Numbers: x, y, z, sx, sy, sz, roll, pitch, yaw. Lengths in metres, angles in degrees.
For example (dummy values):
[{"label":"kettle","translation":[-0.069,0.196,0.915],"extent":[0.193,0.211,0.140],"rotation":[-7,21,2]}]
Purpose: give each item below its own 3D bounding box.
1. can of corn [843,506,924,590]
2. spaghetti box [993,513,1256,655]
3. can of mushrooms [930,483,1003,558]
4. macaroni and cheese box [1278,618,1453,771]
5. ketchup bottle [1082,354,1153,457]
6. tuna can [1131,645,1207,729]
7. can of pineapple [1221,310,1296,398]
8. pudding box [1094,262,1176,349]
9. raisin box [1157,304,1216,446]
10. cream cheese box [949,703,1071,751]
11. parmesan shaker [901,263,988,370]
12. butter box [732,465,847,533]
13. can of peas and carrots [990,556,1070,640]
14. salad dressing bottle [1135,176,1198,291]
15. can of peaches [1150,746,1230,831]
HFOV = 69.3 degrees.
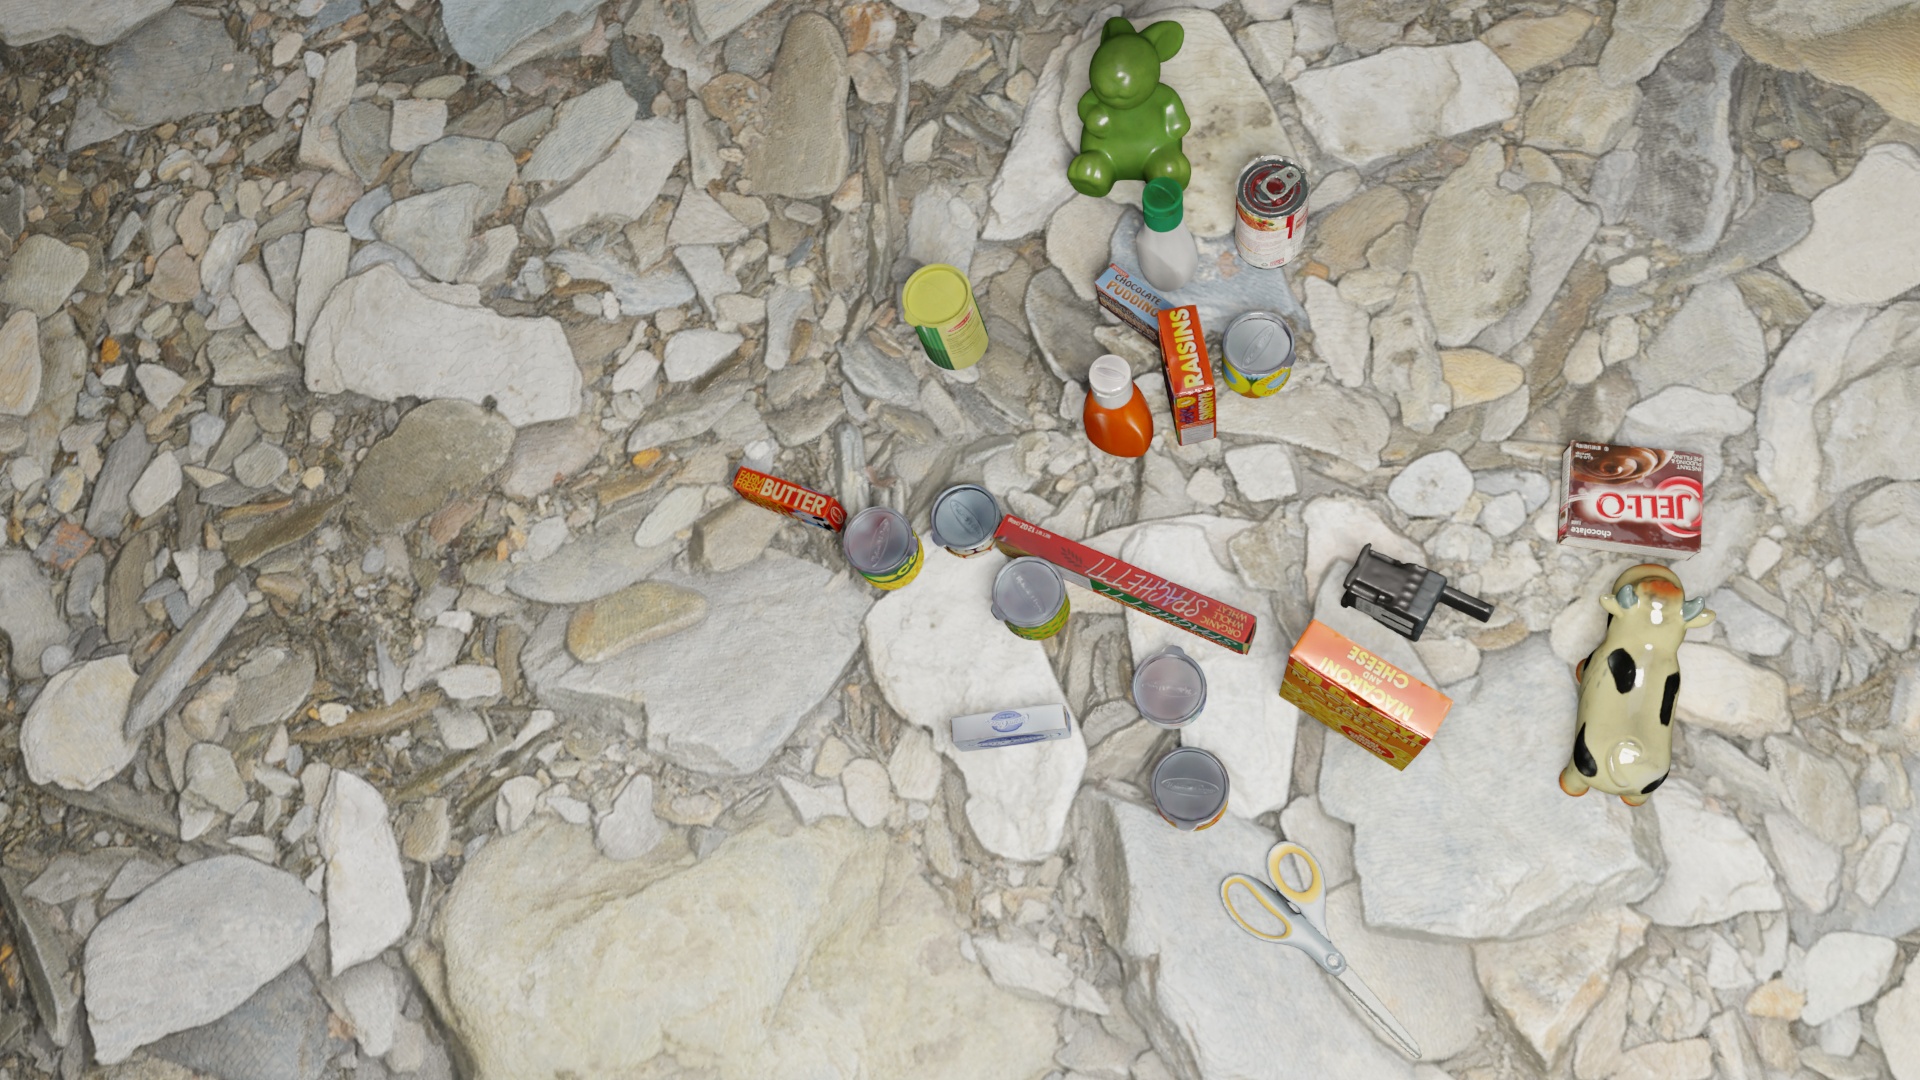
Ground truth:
[{"label":"can of corn","translation":[-0.069,0.009,1.305],"extent":[0.071,0.058,0.071],"rotation":[-3,72,9]},{"label":"spaghetti box","translation":[0.149,0.040,1.261],"extent":[0.250,0.050,0.029],"rotation":[23,78,16]},{"label":"can of mushrooms","translation":[0.005,-0.016,1.314],"extent":[0.071,0.033,0.071],"rotation":[-3,72,9]},{"label":"macaroni and cheese box","translation":[0.327,0.130,1.138],"extent":[0.124,0.166,0.040],"rotation":[32,81,18]},{"label":"ketchup bottle","translation":[0.141,-0.121,1.262],"extent":[0.065,0.148,0.043],"rotation":[19,77,15]},{"label":"tuna can","translation":[0.186,0.131,1.234],"extent":[0.071,0.032,0.071],"rotation":[-3,72,9]},{"label":"can of pineapple","translation":[0.279,-0.172,1.302],"extent":[0.071,0.057,0.071],"rotation":[-3,72,9]},{"label":"pudding box","translation":[0.171,-0.227,1.343],"extent":[0.084,0.049,0.030],"rotation":[41,84,19]},{"label":"raisin box","translation":[0.207,-0.150,1.273],"extent":[0.040,0.123,0.086],"rotation":[-11,71,7]},{"label":"cream cheese box","translation":[0.046,0.167,1.236],"extent":[0.104,0.053,0.024],"rotation":[-8,72,7]},{"label":"parmesan shaker","translation":[-0.016,-0.213,1.344],"extent":[0.071,0.103,0.071],"rotation":[-3,72,9]},{"label":"butter box","translation":[-0.165,-0.039,1.341],"extent":[0.103,0.053,0.024],"rotation":[19,77,15]},{"label":"can of peas and carrots","translation":[0.063,0.055,1.267],"extent":[0.071,0.058,0.071],"rotation":[-3,72,9]},{"label":"salad dressing bottle","translation":[0.193,-0.287,1.307],"extent":[0.064,0.147,0.044],"rotation":[42,84,19]},{"label":"can of peaches","translation":[0.197,0.216,1.191],"extent":[0.071,0.058,0.071],"rotation":[-3,72,9]}]
